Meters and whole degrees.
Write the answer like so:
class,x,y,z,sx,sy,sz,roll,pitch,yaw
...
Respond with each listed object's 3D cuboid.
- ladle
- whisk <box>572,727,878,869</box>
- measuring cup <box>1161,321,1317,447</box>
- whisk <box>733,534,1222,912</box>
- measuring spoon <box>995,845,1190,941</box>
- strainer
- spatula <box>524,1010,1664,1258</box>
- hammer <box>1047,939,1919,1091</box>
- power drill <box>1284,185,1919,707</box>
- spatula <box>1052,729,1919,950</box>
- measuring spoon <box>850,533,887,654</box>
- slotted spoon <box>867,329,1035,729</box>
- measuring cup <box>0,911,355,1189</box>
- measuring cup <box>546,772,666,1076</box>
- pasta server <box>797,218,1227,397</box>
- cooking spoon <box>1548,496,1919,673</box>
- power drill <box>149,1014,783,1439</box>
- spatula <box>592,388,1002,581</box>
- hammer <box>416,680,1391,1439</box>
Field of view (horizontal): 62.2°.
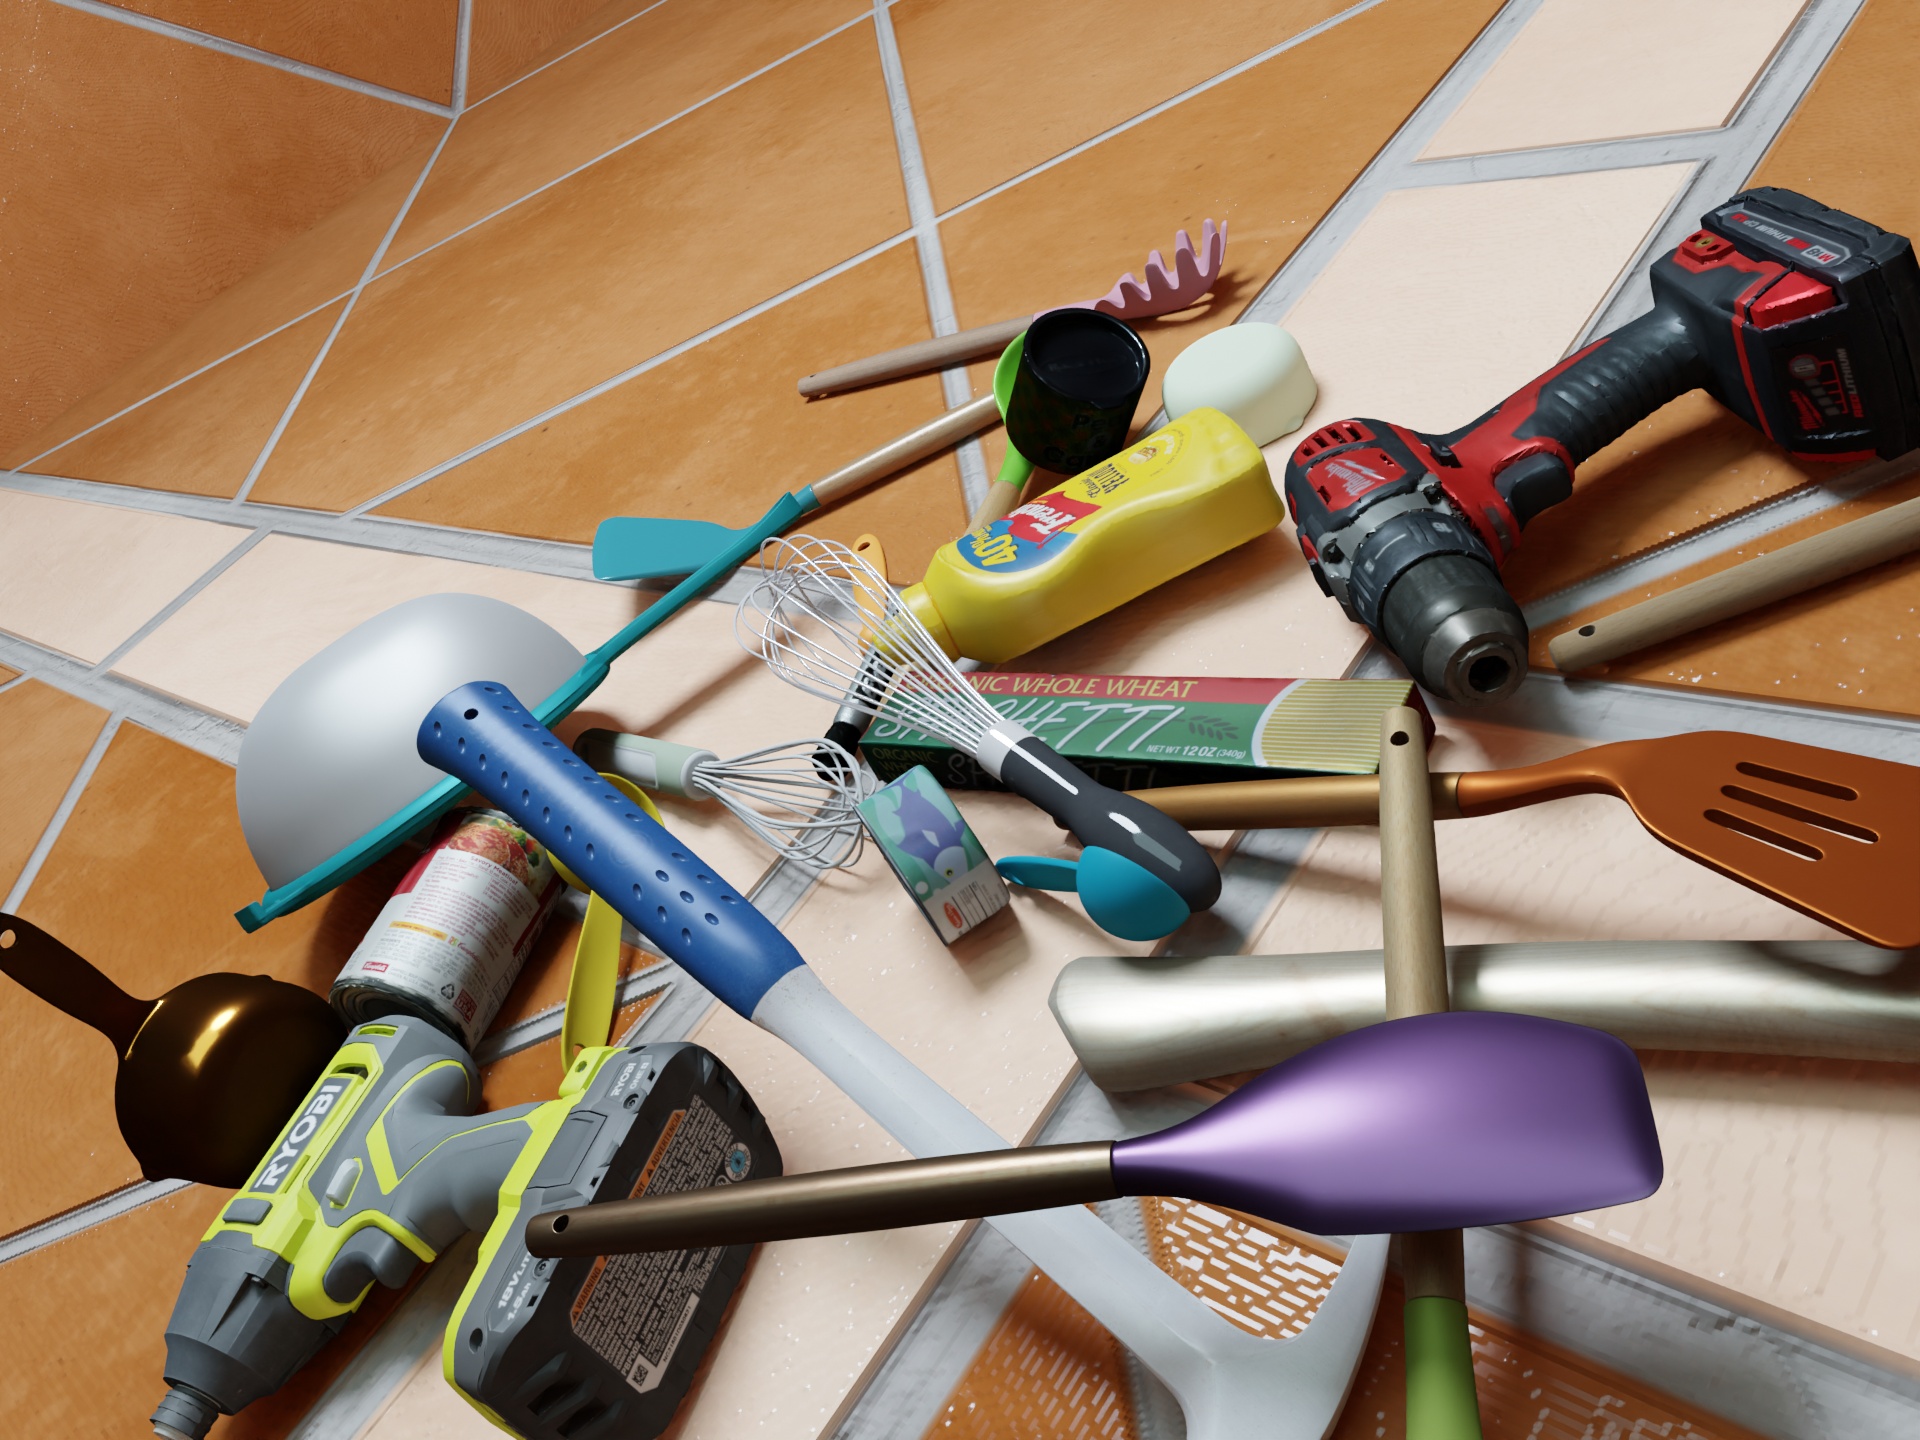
class,x,y,z,sx,sy,sz,roll,pitch,yaw
ladle,0.119,0.119,0.409,0.078,0.062,0.320,-6,51,19
whisk,-0.119,0.028,0.754,0.059,0.058,0.246,-13,14,-40
measuring cup,0.105,-0.145,0.801,0.167,0.038,0.083,-38,35,-13
whisk,-0.001,-0.001,0.644,0.070,0.070,0.285,-42,49,-15
measuring spoon,0.038,0.065,0.580,0.021,0.042,0.128,-56,17,-16
strainer,-0.241,-0.040,0.819,0.340,0.095,0.211,-38,13,-5
spatula,0.018,0.122,0.430,0.316,0.018,0.060,-13,44,18
hammer,0.216,0.072,0.457,0.411,0.038,0.146,-6,40,32
power drill,0.242,-0.098,0.601,0.226,0.080,0.188,-27,28,12
spatula,0.150,0.034,0.528,0.323,0.041,0.081,-7,25,49
measuring spoon,-0.050,-0.072,0.852,0.021,0.011,0.117,-24,35,10
slotted spoon,0.013,-0.102,0.827,0.070,0.031,0.314,16,54,12
measuring cup,-0.314,0.127,0.638,0.052,0.173,0.095,2,54,27
measuring cup,-0.168,0.094,0.713,0.029,0.062,0.157,-32,41,34
pasta server,0.023,-0.248,0.992,0.316,0.040,0.060,-7,29,32
cooking spoon,0.362,-0.080,0.548,0.319,0.017,0.069,-22,36,12
power drill,-0.189,0.190,0.582,0.223,0.080,0.171,-9,40,35
spatula,-0.067,-0.153,0.937,0.317,0.044,0.082,-25,32,7
hammer,-0.047,0.092,0.521,0.406,0.035,0.144,34,66,31
